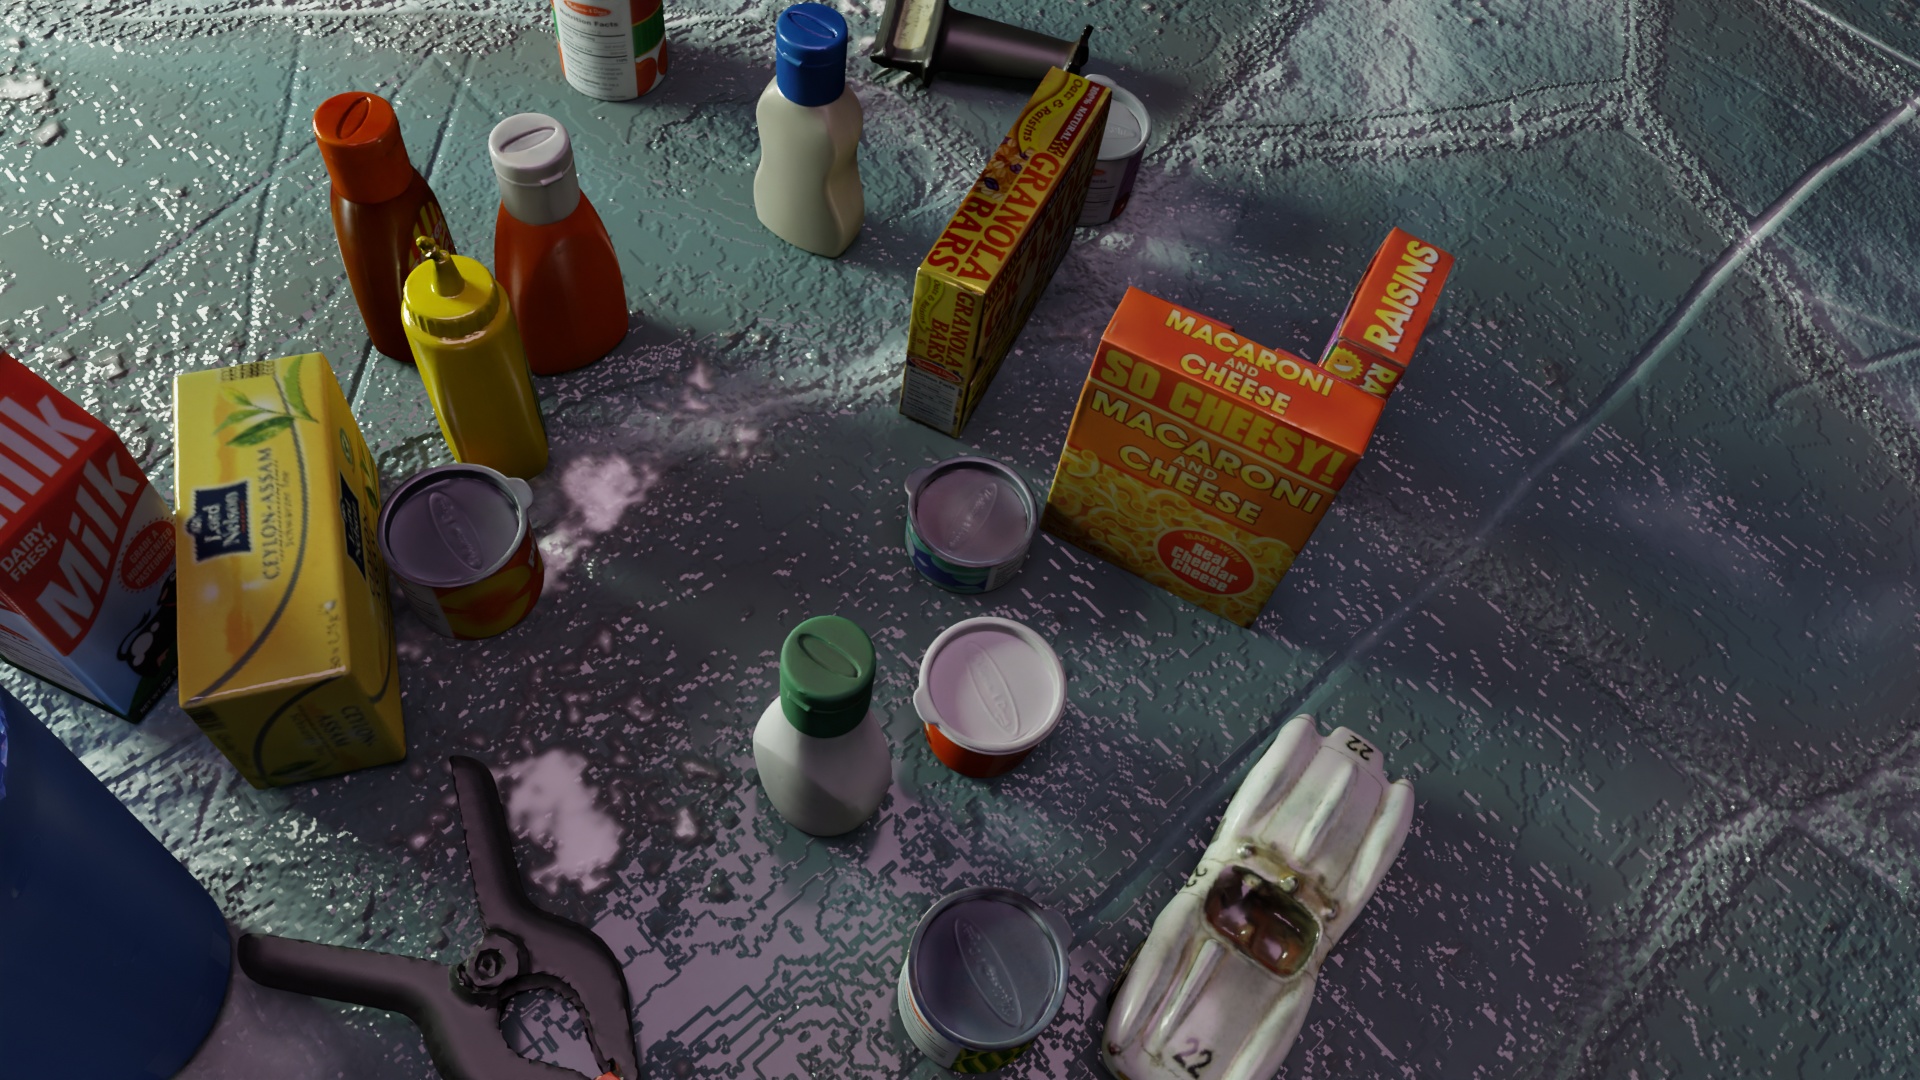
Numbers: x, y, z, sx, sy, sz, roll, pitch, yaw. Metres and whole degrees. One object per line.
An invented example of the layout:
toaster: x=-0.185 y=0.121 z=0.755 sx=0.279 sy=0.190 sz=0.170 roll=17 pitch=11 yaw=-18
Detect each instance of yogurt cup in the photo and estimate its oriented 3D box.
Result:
yogurt cup: x=0.012 y=0.077 z=0.652 sx=0.072 sy=0.053 sz=0.073 roll=3 pitch=60 yaw=-6

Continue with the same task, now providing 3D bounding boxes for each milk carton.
milk carton: x=-0.379 y=-0.004 z=0.568 sx=0.073 sy=0.189 sz=0.073 roll=23 pitch=60 yaw=6

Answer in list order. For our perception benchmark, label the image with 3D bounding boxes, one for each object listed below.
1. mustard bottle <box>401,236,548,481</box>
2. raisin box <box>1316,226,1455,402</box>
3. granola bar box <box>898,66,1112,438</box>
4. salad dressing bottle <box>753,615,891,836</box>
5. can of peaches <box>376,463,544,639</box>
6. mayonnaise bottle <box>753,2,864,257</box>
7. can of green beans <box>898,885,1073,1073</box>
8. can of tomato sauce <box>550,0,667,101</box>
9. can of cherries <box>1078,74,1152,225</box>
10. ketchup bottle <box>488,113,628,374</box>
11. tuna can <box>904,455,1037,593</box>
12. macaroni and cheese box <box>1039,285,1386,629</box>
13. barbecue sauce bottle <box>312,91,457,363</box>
mustard bottle: x=-0.230 y=-0.086 z=0.653 sx=0.049 sy=0.159 sz=0.065 roll=-21 pitch=65 yaw=-18
raisin box: x=0.209 y=-0.091 z=0.736 sx=0.040 sy=0.122 sz=0.086 roll=28 pitch=61 yaw=9
granola bar box: x=0.024 y=-0.154 z=0.747 sx=0.039 sy=0.123 sz=0.166 roll=25 pitch=60 yaw=7
salad dressing bottle: x=-0.058 y=0.080 z=0.586 sx=0.064 sy=0.147 sz=0.044 roll=33 pitch=62 yaw=11
can of peaches: x=-0.233 y=0.005 z=0.659 sx=0.071 sy=0.057 sz=0.071 roll=3 pitch=60 yaw=-6
mayonnaise bottle: x=-0.082 y=-0.222 z=0.759 sx=0.065 sy=0.147 sz=0.041 roll=29 pitch=61 yaw=9
can of green beans: x=0.008 y=0.186 z=0.586 sx=0.071 sy=0.057 sz=0.071 roll=3 pitch=60 yaw=-6
can of tomato sauce: x=-0.211 y=-0.320 z=0.836 sx=0.071 sy=0.082 sz=0.071 roll=3 pitch=60 yaw=-6
can of cherries: x=0.078 y=-0.236 z=0.840 sx=0.071 sy=0.058 sz=0.072 roll=3 pitch=60 yaw=-6
ketchup bottle: x=-0.205 y=-0.147 z=0.698 sx=0.065 sy=0.148 sz=0.043 roll=-32 pitch=69 yaw=-23
tuna can: x=0.003 y=-0.009 z=0.713 sx=0.071 sy=0.032 sz=0.071 roll=3 pitch=60 yaw=-6
macaroni and cheese box: x=0.112 y=-0.035 z=0.665 sx=0.124 sy=0.165 sz=0.040 roll=26 pitch=60 yaw=8
barbecue sauce bottle: x=-0.284 y=-0.156 z=0.693 sx=0.044 sy=0.147 sz=0.065 roll=13 pitch=59 yaw=0
